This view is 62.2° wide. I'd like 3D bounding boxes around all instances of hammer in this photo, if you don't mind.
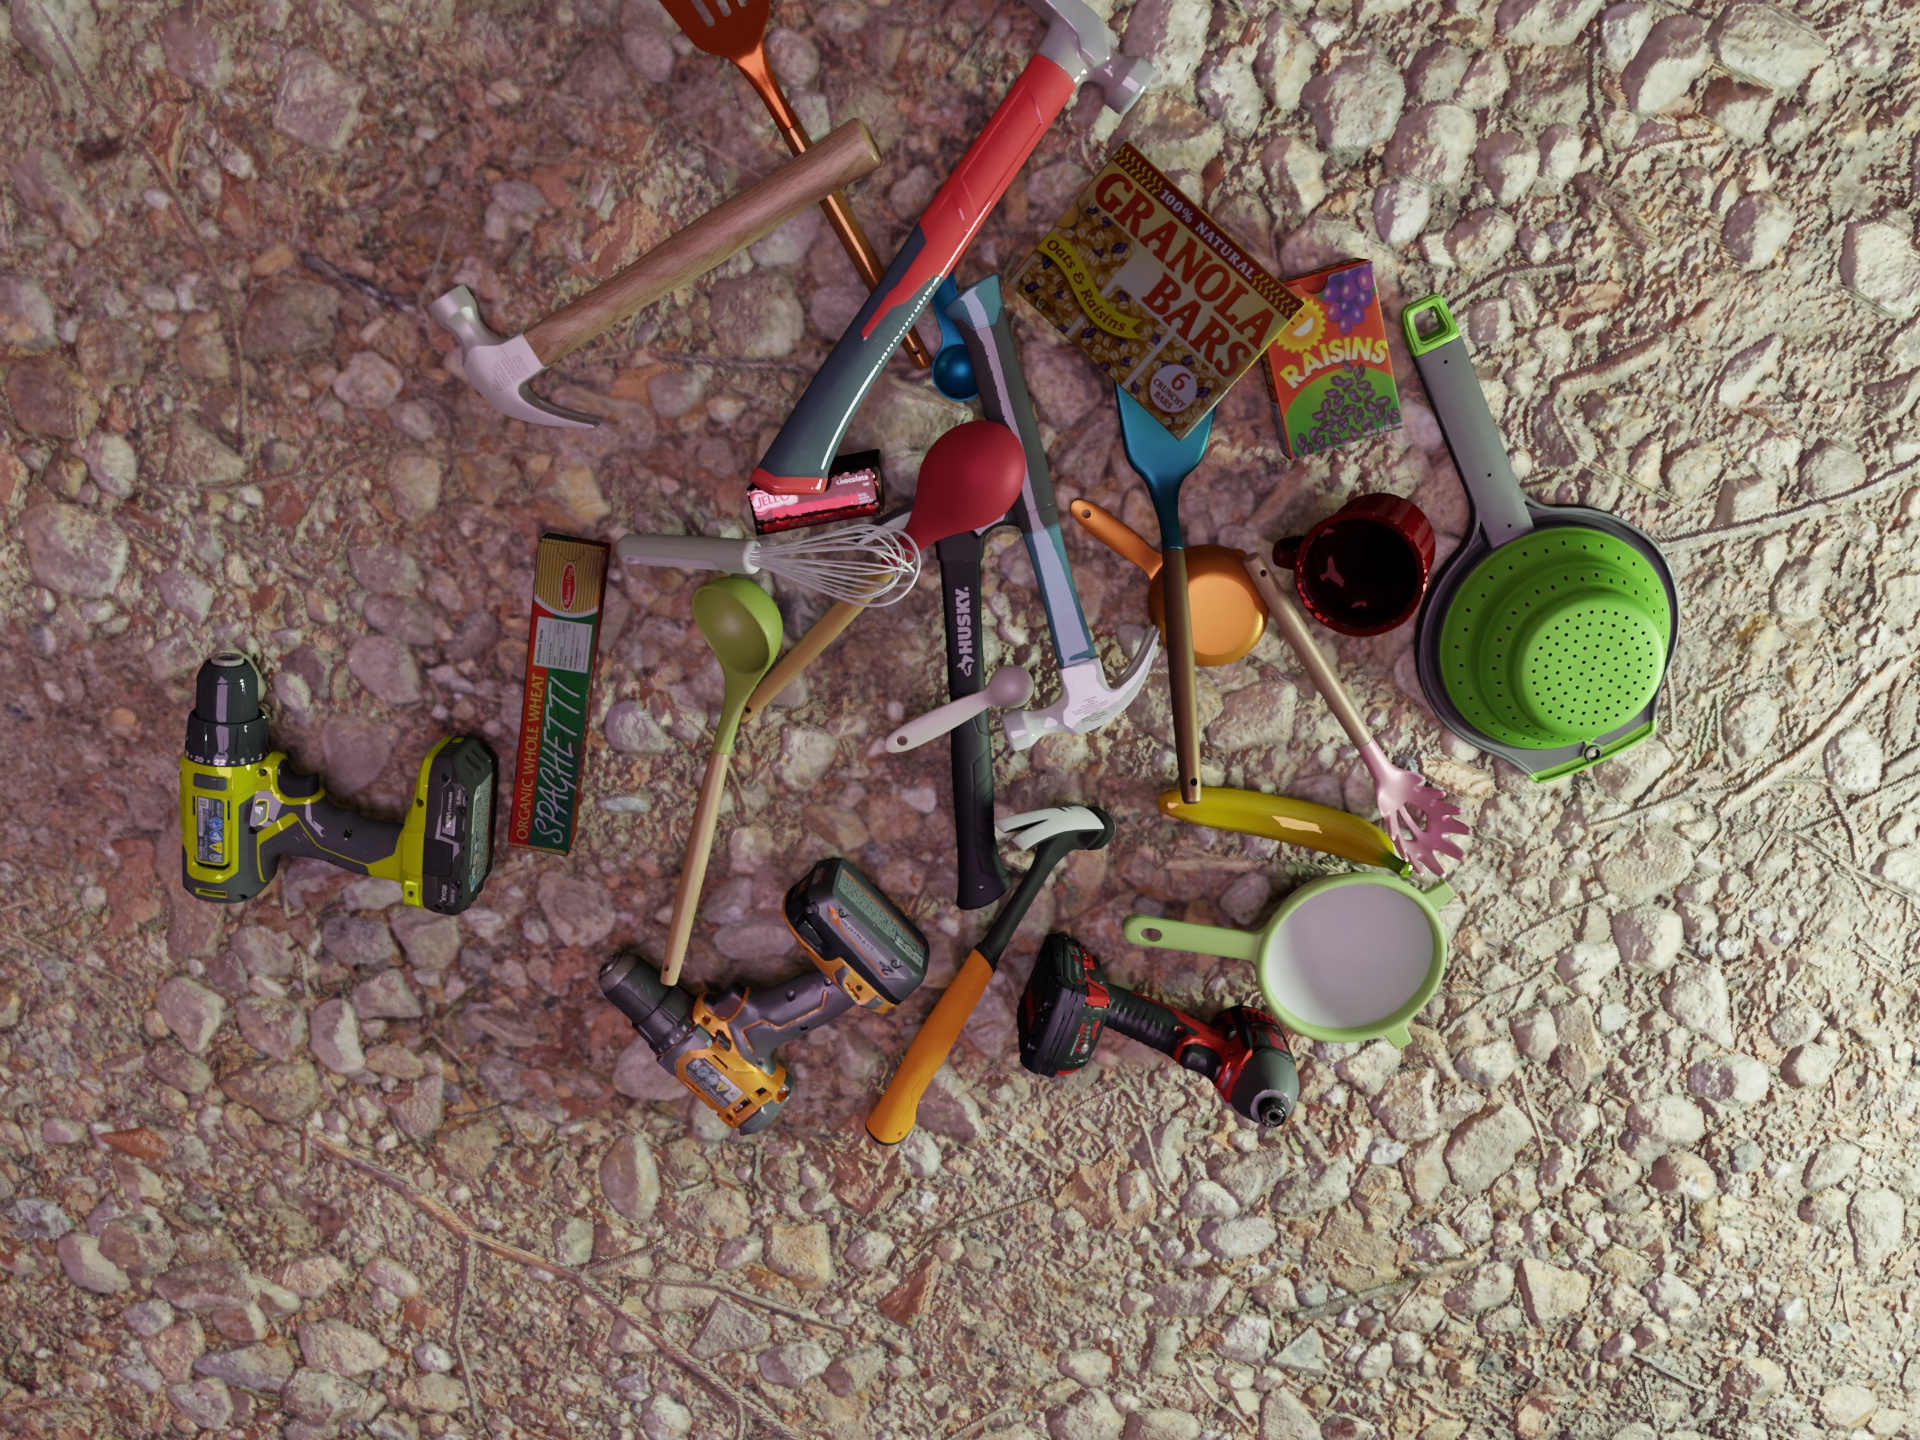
[{"bbox_3d":[0.001,-0.010,1.219,0.146,0.035,0.334,-4,109,-1],"label":"hammer"},{"bbox_3d":[-0.200,-0.311,1.097,0.331,0.031,0.130,-27,109,14],"label":"hammer"},{"bbox_3d":[0.004,0.210,1.265,0.034,0.127,0.336,41,114,30],"label":"hammer"},{"bbox_3d":[0.052,-0.150,1.137,0.128,0.033,0.331,-17,102,-2],"label":"hammer"},{"bbox_3d":[-0.032,-0.319,1.053,0.143,0.038,0.386,35,86,-12],"label":"hammer"}]

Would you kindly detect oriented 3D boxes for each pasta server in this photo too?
[{"bbox_3d":[0.297,-0.002,1.203,0.060,0.040,0.316,-40,116,-5],"label":"pasta server"}]

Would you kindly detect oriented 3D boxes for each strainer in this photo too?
[{"bbox_3d":[0.252,0.170,1.266,0.256,0.069,0.151,8,111,-3],"label":"strainer"}]

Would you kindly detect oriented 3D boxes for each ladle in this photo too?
[{"bbox_3d":[-0.194,0.049,1.195,0.078,0.062,0.320,19,100,33],"label":"ladle"},{"bbox_3d":[-0.069,-0.097,1.154,0.069,0.031,0.315,44,118,-6],"label":"ladle"}]

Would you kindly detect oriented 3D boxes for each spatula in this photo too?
[{"bbox_3d":[-0.104,-0.387,1.097,0.081,0.041,0.322,-28,111,8],"label":"spatula"},{"bbox_3d":[0.155,-0.099,1.133,0.082,0.044,0.318,-1,78,-11],"label":"spatula"}]

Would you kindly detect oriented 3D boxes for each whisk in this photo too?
[{"bbox_3d":[-0.141,-0.115,1.134,0.246,0.057,0.059,6,78,23],"label":"whisk"}]

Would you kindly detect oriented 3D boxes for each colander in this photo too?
[{"bbox_3d":[0.415,-0.121,1.158,0.204,0.094,0.396,-26,107,7],"label":"colander"}]

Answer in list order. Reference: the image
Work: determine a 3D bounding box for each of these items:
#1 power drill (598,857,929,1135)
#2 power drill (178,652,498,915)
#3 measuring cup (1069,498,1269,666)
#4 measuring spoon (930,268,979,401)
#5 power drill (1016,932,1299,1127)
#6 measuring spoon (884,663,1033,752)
[{"bbox_3d":[-0.160,0.207,1.267,0.226,0.084,0.185,-41,103,16],"label":"power drill"},{"bbox_3d":[-0.477,0.054,1.208,0.228,0.080,0.190,9,108,-1],"label":"power drill"},{"bbox_3d":[0.153,-0.107,1.179,0.173,0.052,0.095,34,105,-14],"label":"measuring cup"},{"bbox_3d":[-0.011,-0.292,1.136,0.042,0.021,0.128,-14,99,-6],"label":"measuring spoon"},{"bbox_3d":[0.160,0.254,1.255,0.219,0.143,0.078,19,105,-5],"label":"power drill"},{"bbox_3d":[-0.002,-0.004,1.192,0.124,0.018,0.034,-26,108,7],"label":"measuring spoon"}]
